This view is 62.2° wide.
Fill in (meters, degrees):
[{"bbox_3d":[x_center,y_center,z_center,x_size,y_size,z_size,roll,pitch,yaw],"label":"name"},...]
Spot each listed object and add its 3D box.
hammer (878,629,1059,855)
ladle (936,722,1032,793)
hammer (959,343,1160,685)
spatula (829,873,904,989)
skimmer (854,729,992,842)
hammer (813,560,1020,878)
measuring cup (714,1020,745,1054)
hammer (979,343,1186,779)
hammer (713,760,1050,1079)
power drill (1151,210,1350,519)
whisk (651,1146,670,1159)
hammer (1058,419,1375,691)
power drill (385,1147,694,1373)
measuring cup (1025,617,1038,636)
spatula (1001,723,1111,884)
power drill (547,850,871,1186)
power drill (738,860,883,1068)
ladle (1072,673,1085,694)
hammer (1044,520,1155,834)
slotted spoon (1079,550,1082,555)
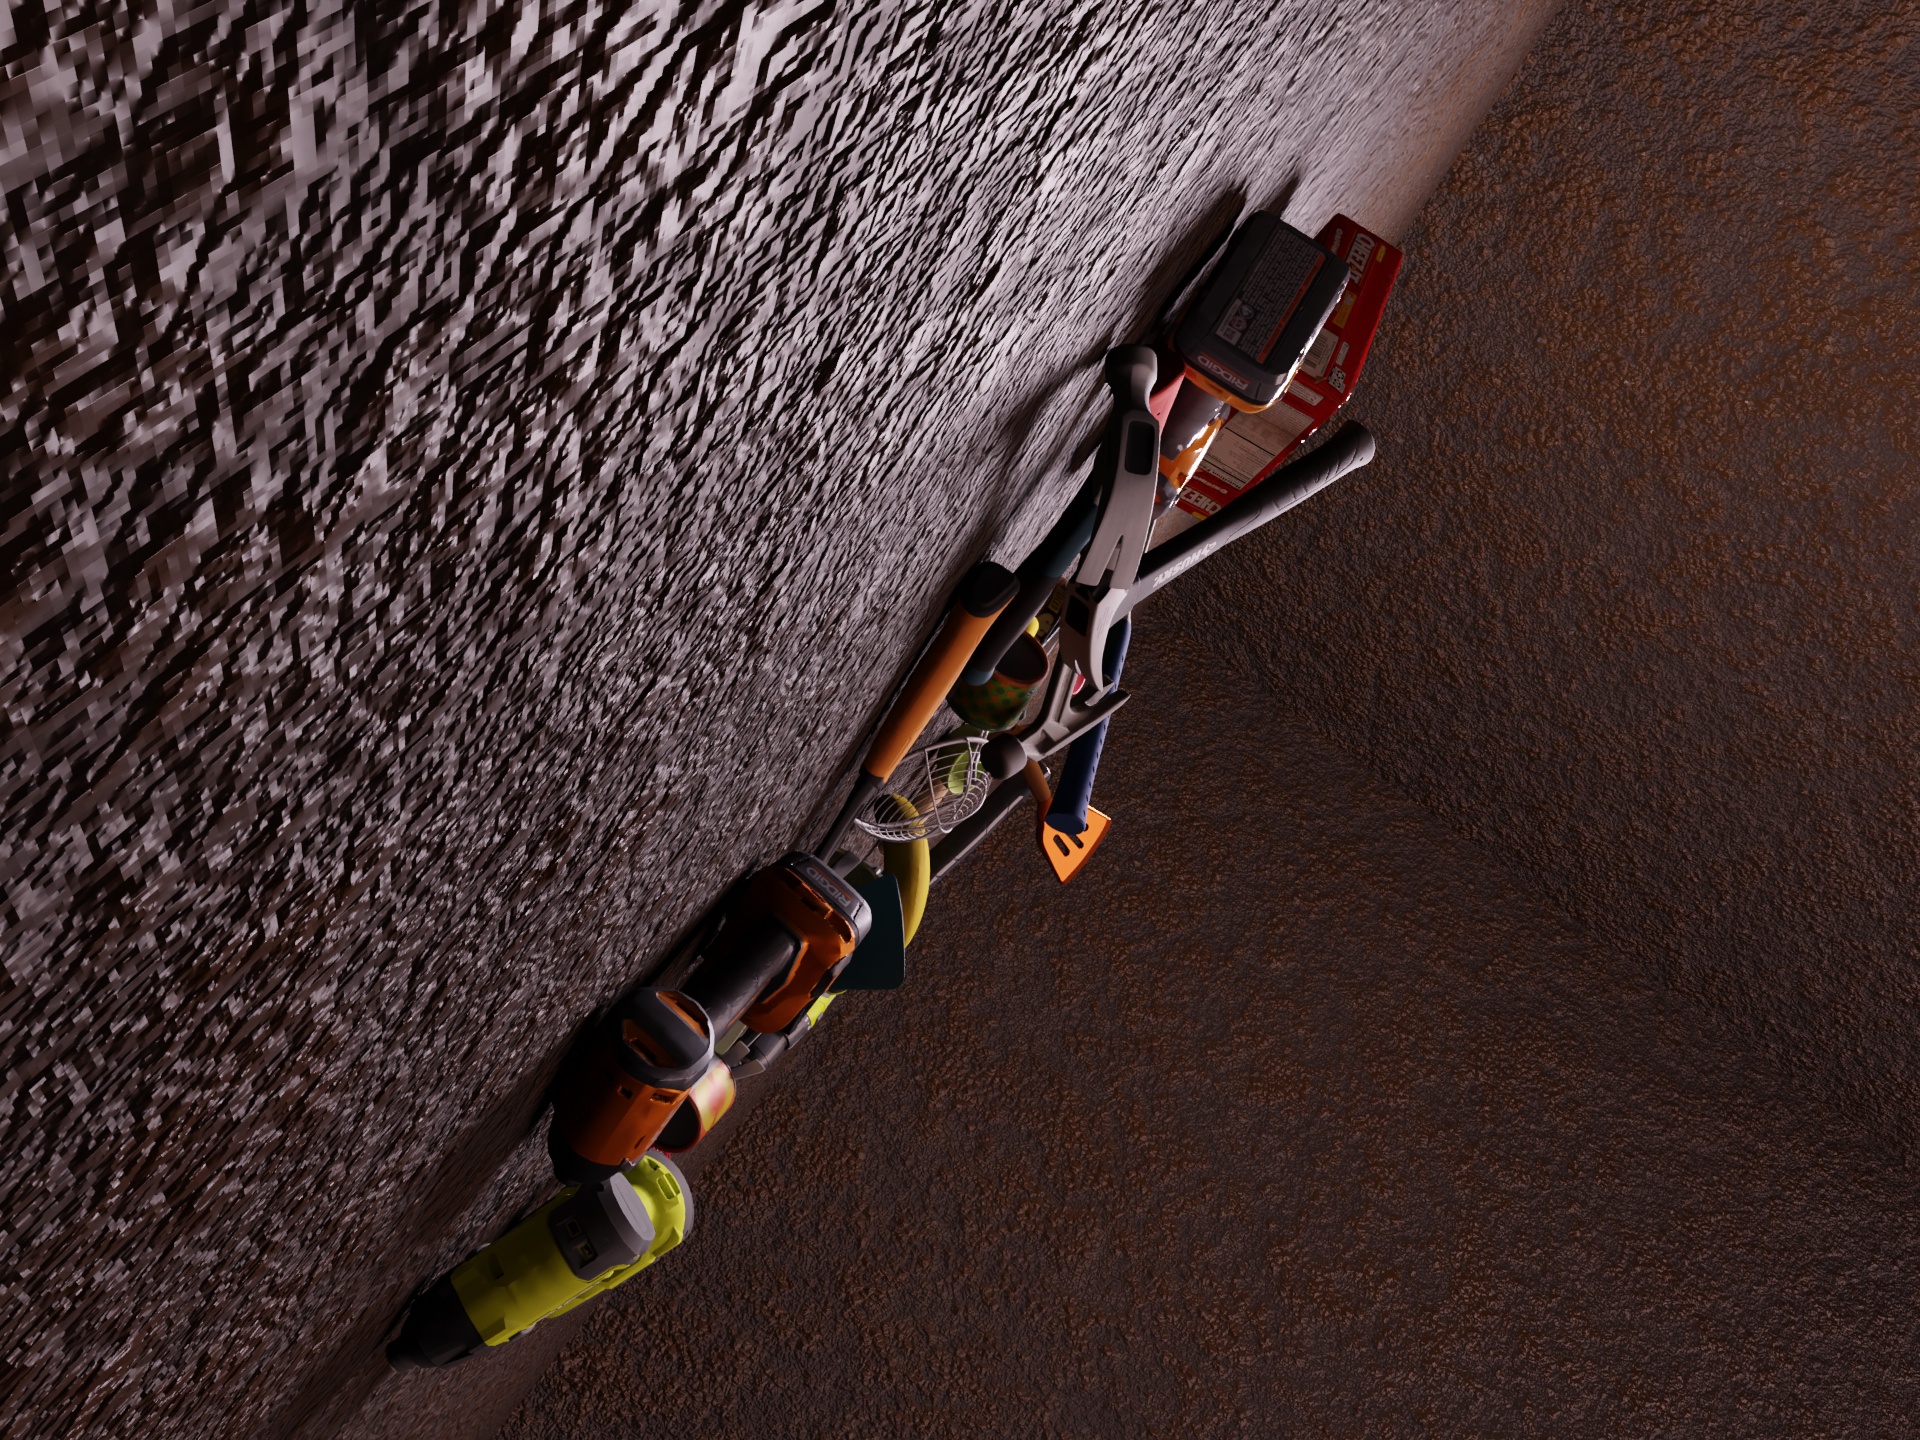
[{"bbox_3d":[0.017,0.013,1.672,0.331,0.031,0.130,-54,175,11],"label":"hammer"},{"bbox_3d":[0.046,0.026,1.464,0.078,0.062,0.320,-45,-171,-16],"label":"ladle"},{"bbox_3d":[0.055,-0.100,1.026,0.331,0.033,0.128,129,-34,-65],"label":"hammer"},{"bbox_3d":[-0.136,0.203,1.200,0.317,0.044,0.082,-40,-131,50],"label":"spatula"},{"bbox_3d":[-0.002,-0.004,1.374,0.127,0.090,0.363,-40,-168,26],"label":"skimmer"},{"bbox_3d":[-0.047,0.020,1.105,0.336,0.034,0.127,-57,173,35],"label":"hammer"},{"bbox_3d":[-0.164,0.177,1.176,0.083,0.038,0.168,-54,-168,21],"label":"measuring cup"},{"bbox_3d":[0.102,-0.108,1.117,0.149,0.037,0.358,-32,151,-34],"label":"hammer"},{"bbox_3d":[-0.070,0.171,1.397,0.409,0.036,0.149,-42,-174,-19],"label":"hammer"},{"bbox_3d":[0.184,-0.255,1.099,0.185,0.084,0.226,-58,-179,-20],"label":"power drill"},{"bbox_3d":[-0.258,0.352,1.343,0.073,0.073,0.296,-54,180,15],"label":"whisk"},{"bbox_3d":[0.192,-0.138,1.140,0.335,0.035,0.146,-32,151,-34],"label":"hammer"},{"bbox_3d":[-0.269,0.355,1.050,0.171,0.080,0.223,-32,171,-3],"label":"power drill"},{"bbox_3d":[0.072,-0.107,1.346,0.156,0.029,0.062,-53,175,15],"label":"measuring cup"},{"bbox_3d":[0.076,0.061,1.401,0.081,0.041,0.322,-52,156,-10],"label":"spatula"},{"bbox_3d":[-0.162,0.189,0.980,0.164,0.084,0.226,-54,172,35],"label":"power drill"},{"bbox_3d":[-0.144,0.254,1.614,0.191,0.080,0.228,-50,177,-36],"label":"power drill"},{"bbox_3d":[0.130,-0.126,1.548,0.315,0.031,0.069,100,15,-58],"label":"ladle"},{"bbox_3d":[0.141,-0.088,1.377,0.144,0.035,0.406,113,-4,-66],"label":"hammer"},{"bbox_3d":[0.167,-0.246,1.296,0.070,0.031,0.313,-48,171,-49],"label":"slotted spoon"}]
